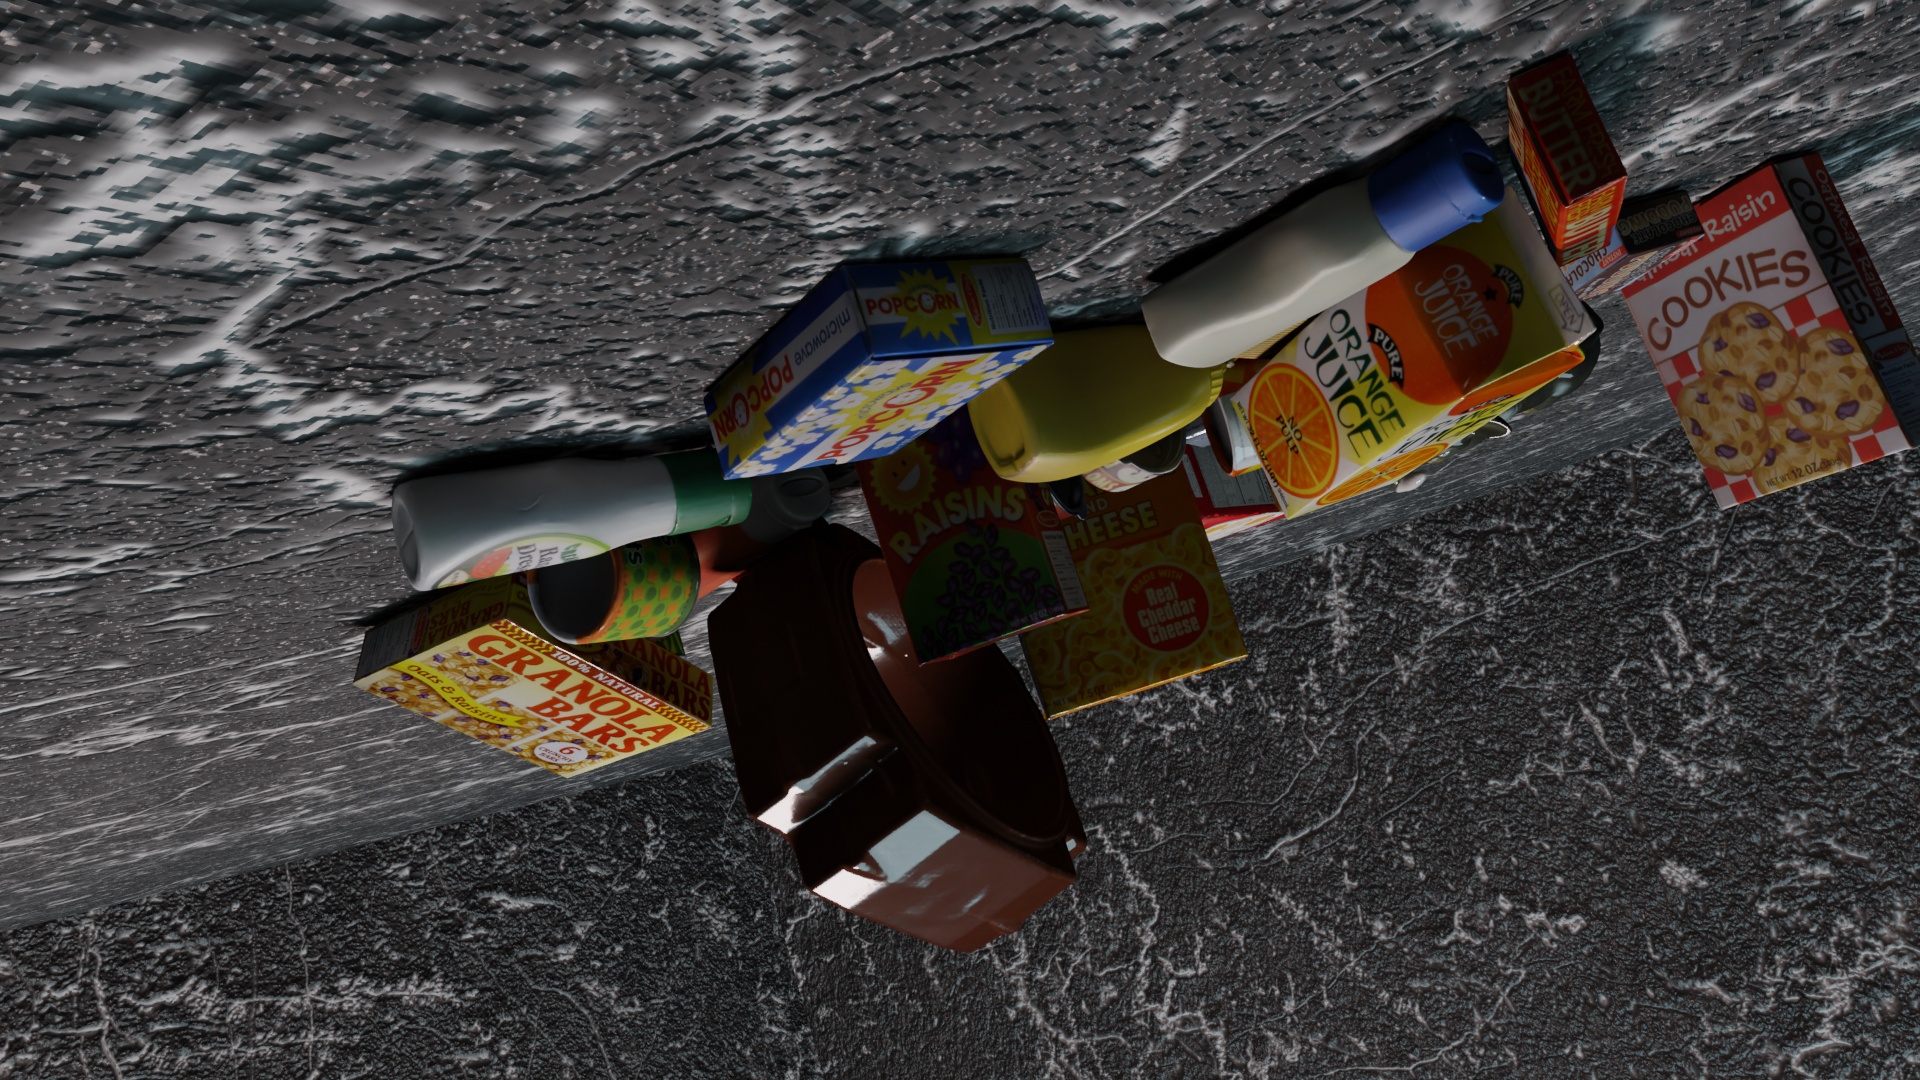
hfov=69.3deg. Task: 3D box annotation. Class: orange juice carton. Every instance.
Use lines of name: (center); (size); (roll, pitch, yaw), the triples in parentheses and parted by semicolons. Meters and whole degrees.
orange juice carton: (0.208, -0.082, 0.636); (0.073, 0.072, 0.192); (-17, 167, -22)

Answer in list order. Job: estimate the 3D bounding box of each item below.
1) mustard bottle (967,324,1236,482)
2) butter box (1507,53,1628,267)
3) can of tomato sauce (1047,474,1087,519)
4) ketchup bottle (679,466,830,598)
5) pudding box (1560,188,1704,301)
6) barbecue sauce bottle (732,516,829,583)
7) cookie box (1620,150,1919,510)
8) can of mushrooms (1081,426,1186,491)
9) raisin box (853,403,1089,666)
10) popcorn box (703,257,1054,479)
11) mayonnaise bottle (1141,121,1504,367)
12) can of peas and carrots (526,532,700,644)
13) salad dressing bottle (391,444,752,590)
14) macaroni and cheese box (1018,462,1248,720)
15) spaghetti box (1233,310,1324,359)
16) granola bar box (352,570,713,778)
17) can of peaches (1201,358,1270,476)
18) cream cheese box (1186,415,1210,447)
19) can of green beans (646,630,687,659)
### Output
mustard bottle: (0.078, -0.071, 0.660); (0.161, 0.065, 0.048); (-16, 174, -36)
butter box: (0.232, -0.143, 0.535); (0.024, 0.053, 0.103); (-23, 170, 20)
can of tomato sauce: (0.018, -0.031, 0.772); (0.083, 0.071, 0.071); (-21, 171, 24)
ketchup bottle: (-0.125, -0.003, 0.745); (0.065, 0.043, 0.148); (-14, 171, -44)
pudding box: (0.359, -0.159, 0.764); (0.050, 0.030, 0.083); (-17, 172, -9)
barbecue sauce bottle: (-0.106, 0.012, 0.882); (0.065, 0.044, 0.148); (-18, 172, 1)
cookie box: (0.453, -0.114, 0.780); (0.040, 0.167, 0.122); (-17, 171, -21)
can of mushrooms: (0.082, -0.059, 0.718); (0.071, 0.071, 0.033); (-9, 169, -44)
raisin box: (0.002, -0.009, 0.697); (0.086, 0.123, 0.040); (-21, 172, 24)
popcorn box: (-0.035, -0.066, 0.544); (0.085, 0.038, 0.126); (-12, 170, -37)
mayonnaise bottle: (0.147, -0.118, 0.572); (0.065, 0.041, 0.147); (-11, 168, -46)
can of peas and carrots: (-0.175, 0.016, 0.705); (0.071, 0.071, 0.059); (-22, 169, 29)
salad dressing bottle: (-0.164, -0.014, 0.601); (0.148, 0.044, 0.064); (-12, 169, -33)
macaroni and cheese box: (0.084, 0.009, 0.827); (0.124, 0.166, 0.040); (-17, 171, -4)
spaghetti box: (0.209, -0.117, 0.741); (0.050, 0.029, 0.251); (-24, 169, 38)
granola bar box: (-0.247, 0.082, 0.823); (0.124, 0.039, 0.165); (-21, 142, 25)
can of peaches: (0.174, -0.076, 0.808); (0.058, 0.071, 0.071); (-17, 171, -1)
cream cheese box: (0.189, -0.089, 0.890); (0.103, 0.024, 0.053); (-22, 171, 26)
can of green beans: (-0.217, 0.058, 0.901); (0.071, 0.058, 0.071); (-17, 171, -3)
